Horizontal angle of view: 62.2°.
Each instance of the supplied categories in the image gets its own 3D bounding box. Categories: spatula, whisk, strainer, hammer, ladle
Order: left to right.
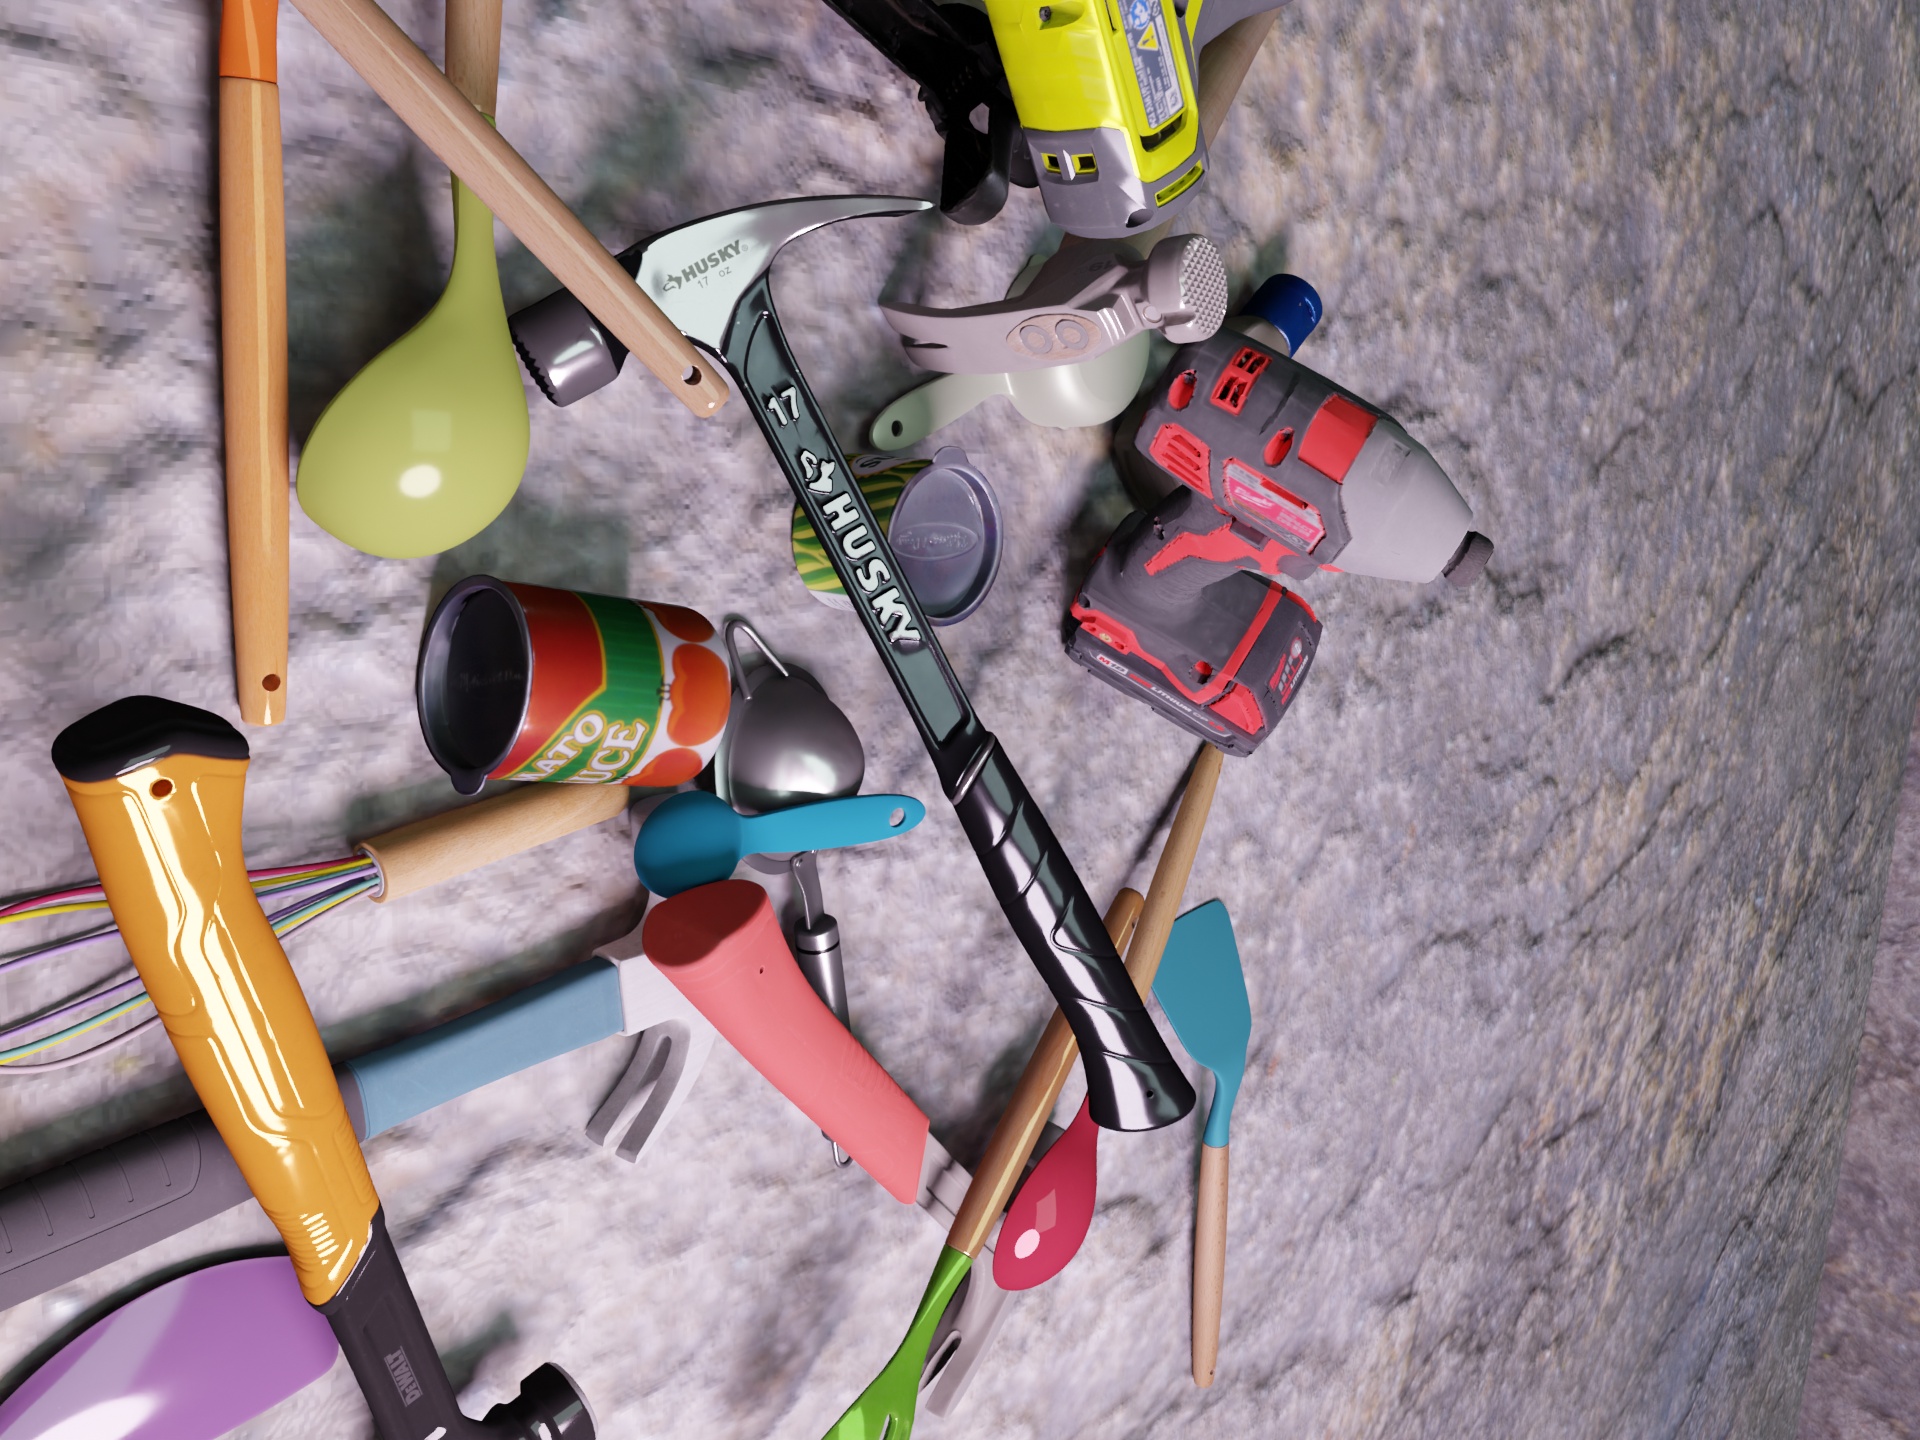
[{"bbox_3d":[-0.319,0.229,0.428,0.316,0.018,0.059,-18,110,-45],"label":"spatula"},{"bbox_3d":[-0.206,-0.157,0.456,0.081,0.041,0.322,-9,110,-45],"label":"spatula"},{"bbox_3d":[-0.198,0.146,0.472,0.127,0.034,0.336,-31,129,-35],"label":"hammer"},{"bbox_3d":[-0.210,0.127,0.513,0.331,0.033,0.128,-19,112,-44],"label":"hammer"},{"bbox_3d":[-0.203,0.052,0.496,0.245,0.051,0.047,-21,109,-46],"label":"whisk"},{"bbox_3d":[-0.159,-0.209,0.483,0.078,0.062,0.320,0,93,-79],"label":"ladle"},{"bbox_3d":[-0.059,0.081,0.664,0.087,0.050,0.258,-39,131,-53],"label":"strainer"},{"bbox_3d":[-0.039,0.180,0.672,0.149,0.037,0.358,-58,144,-21],"label":"hammer"},{"bbox_3d":[-0.001,-0.002,0.607,0.149,0.036,0.408,-32,111,-12],"label":"hammer"},{"bbox_3d":[0.086,0.138,0.807,0.316,0.031,0.069,-66,149,-30],"label":"ladle"},{"bbox_3d":[0.108,-0.300,0.718,0.038,0.146,0.411,57,49,-38],"label":"hammer"},{"bbox_3d":[0.142,0.264,0.941,0.082,0.044,0.317,-23,120,-43],"label":"spatula"}]

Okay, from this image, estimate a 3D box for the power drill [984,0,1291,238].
[{"bbox_3d":[0.091,-0.303,0.569,0.223,0.080,0.171,-44,132,-26],"label":"power drill"}]

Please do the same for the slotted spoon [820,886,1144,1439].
[{"bbox_3d":[0.011,0.211,0.704,0.314,0.031,0.070,-61,151,-19],"label":"slotted spoon"}]

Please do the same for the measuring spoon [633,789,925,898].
[{"bbox_3d":[-0.061,0.044,0.600,0.128,0.021,0.042,-6,113,-37],"label":"measuring spoon"}]

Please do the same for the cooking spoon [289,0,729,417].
[{"bbox_3d":[-0.174,-0.199,0.422,0.069,0.017,0.318,-46,118,-4],"label":"cooking spoon"}]

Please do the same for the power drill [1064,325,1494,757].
[{"bbox_3d":[0.129,-0.069,0.688,0.078,0.143,0.219,-57,175,-21],"label":"power drill"}]

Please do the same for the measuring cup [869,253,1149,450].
[{"bbox_3d":[0.027,-0.151,0.697,0.167,0.038,0.083,-36,124,-39],"label":"measuring cup"}]
